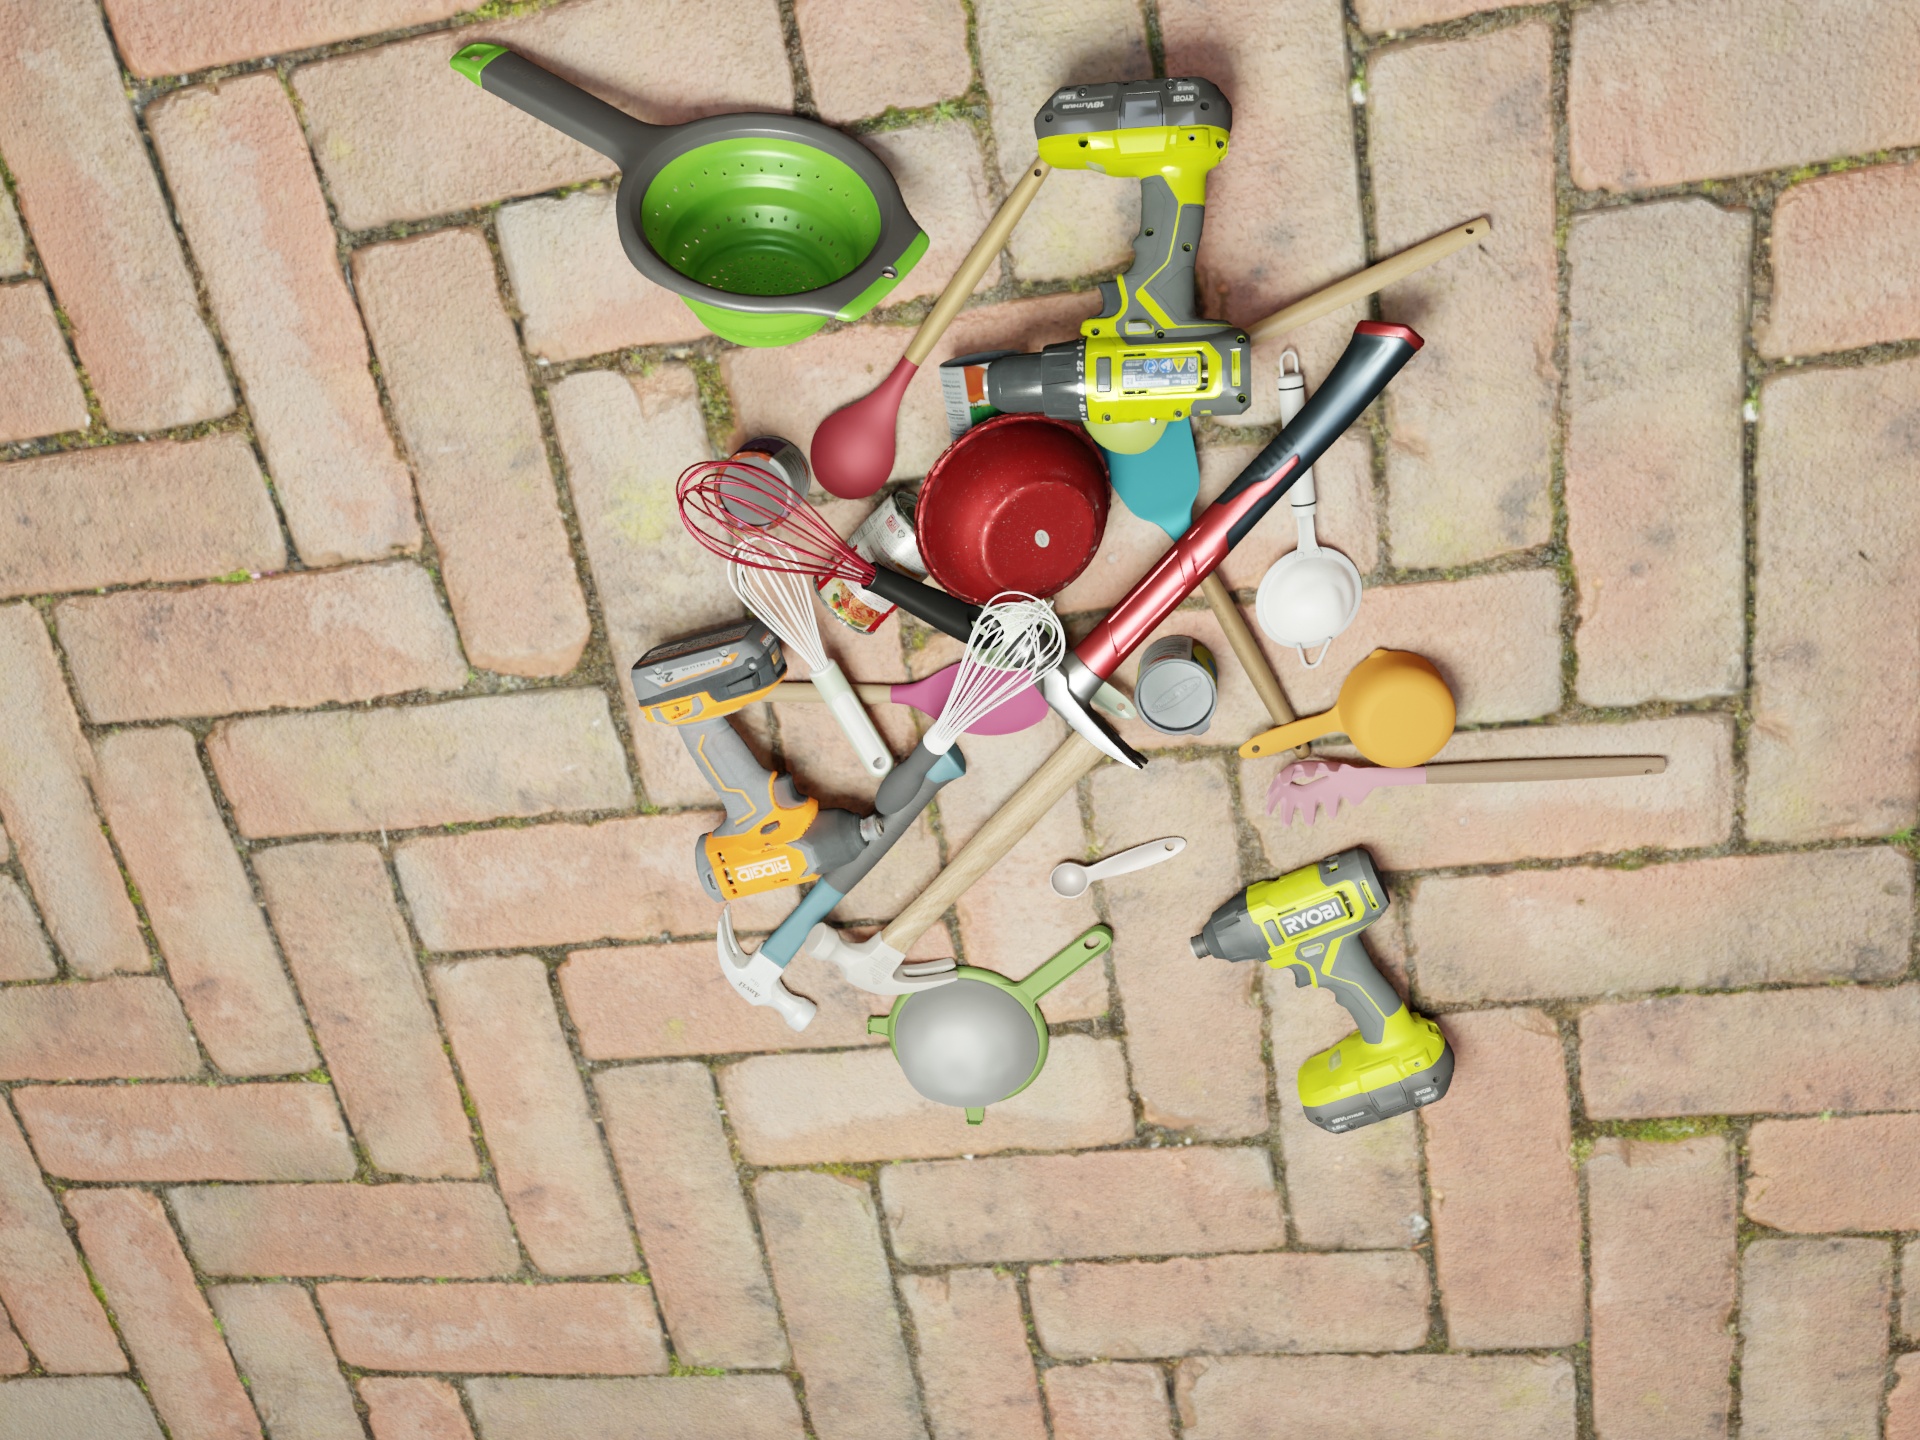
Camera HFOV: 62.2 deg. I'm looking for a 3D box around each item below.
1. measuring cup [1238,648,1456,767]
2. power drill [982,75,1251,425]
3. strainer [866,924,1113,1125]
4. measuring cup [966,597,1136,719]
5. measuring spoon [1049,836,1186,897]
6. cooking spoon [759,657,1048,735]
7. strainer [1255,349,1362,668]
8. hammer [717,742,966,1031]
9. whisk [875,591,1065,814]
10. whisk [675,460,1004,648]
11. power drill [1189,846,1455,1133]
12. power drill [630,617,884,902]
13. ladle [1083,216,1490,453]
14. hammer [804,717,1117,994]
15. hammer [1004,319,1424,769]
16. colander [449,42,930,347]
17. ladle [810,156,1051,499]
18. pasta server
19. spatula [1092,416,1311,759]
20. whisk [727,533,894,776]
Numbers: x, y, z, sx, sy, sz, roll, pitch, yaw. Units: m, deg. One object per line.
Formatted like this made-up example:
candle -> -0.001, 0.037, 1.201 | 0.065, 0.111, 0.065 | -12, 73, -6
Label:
measuring cup -> 0.310, 0.007, 1.271 | 0.173, 0.052, 0.095 | -19, 110, 7
power drill -> 0.109, -0.324, 1.129 | 0.190, 0.080, 0.228 | 0, 97, 10
strainer -> 0.039, 0.273, 1.433 | 0.151, 0.069, 0.256 | 44, 114, -10
measuring cup -> 0.077, -0.057, 1.305 | 0.167, 0.038, 0.083 | 35, 114, -8
measuring spoon -> 0.137, 0.123, 1.386 | 0.124, 0.018, 0.034 | -19, 109, 9
cooking spoon -> -0.084, -0.023, 1.355 | 0.319, 0.017, 0.068 | 1, 109, 8
strainer -> 0.266, -0.156, 1.230 | 0.087, 0.050, 0.258 | -11, 108, -3
hammer -> -0.103, 0.137, 1.419 | 0.128, 0.033, 0.331 | 37, 114, -8
whisk -> -0.001, -0.003, 1.262 | 0.070, 0.070, 0.284 | 33, 134, -6
whisk -> -0.085, -0.117, 1.206 | 0.295, 0.073, 0.073 | 24, 118, -29
power drill -> 0.314, 0.235, 1.371 | 0.171, 0.080, 0.223 | -25, 103, 17
power drill -> -0.167, 0.035, 1.336 | 0.164, 0.084, 0.226 | -14, 108, 13
ladle -> 0.236, -0.290, 1.179 | 0.320, 0.062, 0.078 | -24, 80, 11
hammer -> 0.016, 0.120, 1.380 | 0.130, 0.031, 0.331 | 34, 110, -26
hammer -> 0.208, -0.136, 1.195 | 0.143, 0.038, 0.386 | 45, 110, 4
colander -> -0.213, -0.383, 1.180 | 0.397, 0.204, 0.094 | 31, 150, 12
ladle -> -0.022, -0.298, 1.224 | 0.069, 0.031, 0.315 | 35, 112, -6
pasta server -> 0.407, 0.049, 1.294 | 0.316, 0.040, 0.060 | -3, 135, 9
spatula -> 0.209, -0.101, 1.272 | 0.082, 0.044, 0.317 | -25, 111, 17
whisk -> -0.117, -0.050, 1.307 | 0.058, 0.059, 0.246 | -31, 117, -4
